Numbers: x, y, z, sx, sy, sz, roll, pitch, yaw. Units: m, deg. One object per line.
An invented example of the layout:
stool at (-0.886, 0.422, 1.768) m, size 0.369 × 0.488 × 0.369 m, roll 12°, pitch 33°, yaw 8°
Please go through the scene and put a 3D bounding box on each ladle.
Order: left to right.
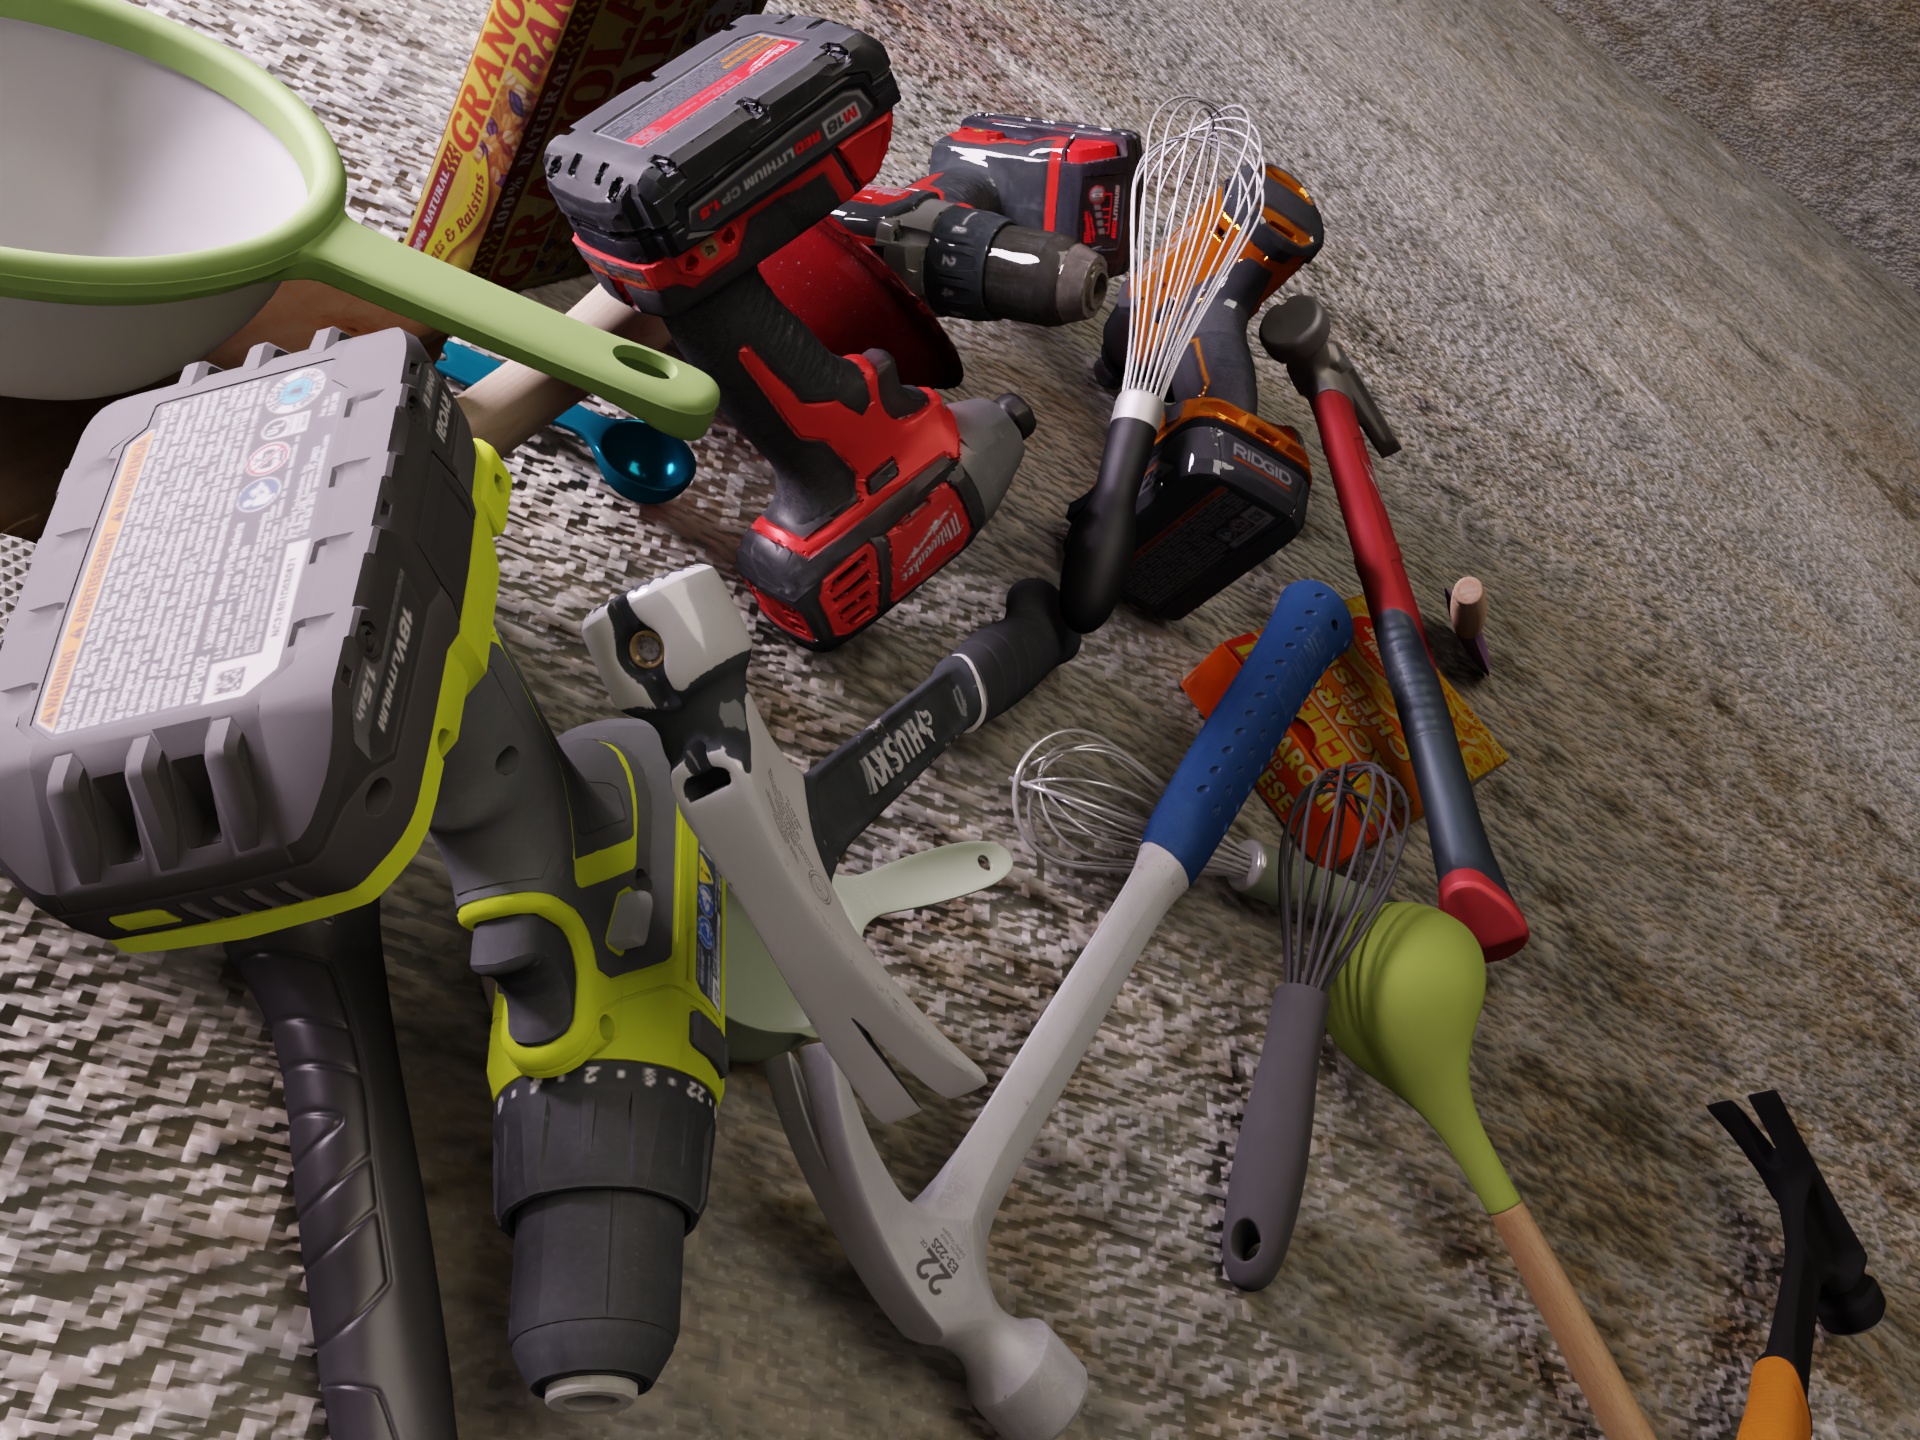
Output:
ladle at (0.245, 0.224, 0.666) m, size 0.062 × 0.078 × 0.320 m, roll -8°, pitch 67°, yaw -56°

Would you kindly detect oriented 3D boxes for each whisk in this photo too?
whisk at (0.091, -0.169, 0.741) m, size 0.070 × 0.070 × 0.285 m, roll 23°, pitch 72°, yaw -23°
whisk at (0.122, 0.064, 0.717) m, size 0.246 × 0.058 × 0.059 m, roll 22°, pitch 78°, yaw -28°
whisk at (0.142, 0.115, 0.648) m, size 0.055 × 0.055 × 0.239 m, roll 30°, pitch 58°, yaw -16°

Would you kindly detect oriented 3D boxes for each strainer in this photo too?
strainer at (-0.193, -0.111, 0.419) m, size 0.256 × 0.069 × 0.152 m, roll 21°, pitch 38°, yaw -11°

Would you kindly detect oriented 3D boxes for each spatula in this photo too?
spatula at (0.275, -0.056, 0.864) m, size 0.060 × 0.018 × 0.316 m, roll 65°, pitch 16°, yaw 8°

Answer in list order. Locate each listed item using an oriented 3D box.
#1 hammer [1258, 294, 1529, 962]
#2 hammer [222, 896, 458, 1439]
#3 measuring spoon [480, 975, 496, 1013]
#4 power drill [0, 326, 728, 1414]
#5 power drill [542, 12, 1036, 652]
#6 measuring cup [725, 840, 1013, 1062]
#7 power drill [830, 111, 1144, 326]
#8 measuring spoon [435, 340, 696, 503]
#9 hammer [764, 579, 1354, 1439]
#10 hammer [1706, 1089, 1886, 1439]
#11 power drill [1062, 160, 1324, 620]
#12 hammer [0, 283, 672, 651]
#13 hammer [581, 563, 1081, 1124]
hammer at (0.232, -0.048, 0.831) m, size 0.143 × 0.038 × 0.387 m, roll 40°, pitch 36°, yaw -45°
hammer at (-0.133, 0.184, 0.395) m, size 0.146 × 0.035 × 0.335 m, roll 3°, pitch 53°, yaw -38°
measuring spoon at (-0.149, 0.044, 0.520) m, size 0.034 × 0.018 × 0.124 m, roll 7°, pitch 52°, yaw -36°
power drill at (-0.116, 0.043, 0.380) m, size 0.228 × 0.080 × 0.191 m, roll 68°, pitch 13°, yaw -51°
power drill at (-0.050, -0.144, 0.612) m, size 0.143 × 0.219 × 0.079 m, roll -40°, pitch 44°, yaw -17°
measuring cup at (-0.045, 0.072, 0.570) m, size 0.167 × 0.038 × 0.083 m, roll -11°, pitch 63°, yaw -47°
power drill at (0.022, -0.259, 0.837) m, size 0.188 × 0.080 × 0.227 m, roll 17°, pitch 32°, yaw 24°
measuring spoon at (-0.172, -0.123, 0.659) m, size 0.128 × 0.021 × 0.042 m, roll 26°, pitch 43°, yaw -6°
hammer at (0.072, 0.059, 0.614) m, size 0.144 × 0.035 × 0.406 m, roll 52°, pitch 45°, yaw -13°
hammer at (0.336, 0.291, 0.661) m, size 0.337 × 0.034 × 0.127 m, roll -34°, pitch 95°, yaw -53°
power drill at (0.117, -0.170, 0.851) m, size 0.084 × 0.164 × 0.227 m, roll 25°, pitch 55°, yaw -22°
hammer at (-0.190, -0.071, 0.522) m, size 0.038 × 0.146 × 0.411 m, roll 36°, pitch 33°, yaw -6°
hammer at (-0.001, -0.002, 0.560) m, size 0.149 × 0.036 × 0.409 m, roll 64°, pitch 17°, yaw -4°
